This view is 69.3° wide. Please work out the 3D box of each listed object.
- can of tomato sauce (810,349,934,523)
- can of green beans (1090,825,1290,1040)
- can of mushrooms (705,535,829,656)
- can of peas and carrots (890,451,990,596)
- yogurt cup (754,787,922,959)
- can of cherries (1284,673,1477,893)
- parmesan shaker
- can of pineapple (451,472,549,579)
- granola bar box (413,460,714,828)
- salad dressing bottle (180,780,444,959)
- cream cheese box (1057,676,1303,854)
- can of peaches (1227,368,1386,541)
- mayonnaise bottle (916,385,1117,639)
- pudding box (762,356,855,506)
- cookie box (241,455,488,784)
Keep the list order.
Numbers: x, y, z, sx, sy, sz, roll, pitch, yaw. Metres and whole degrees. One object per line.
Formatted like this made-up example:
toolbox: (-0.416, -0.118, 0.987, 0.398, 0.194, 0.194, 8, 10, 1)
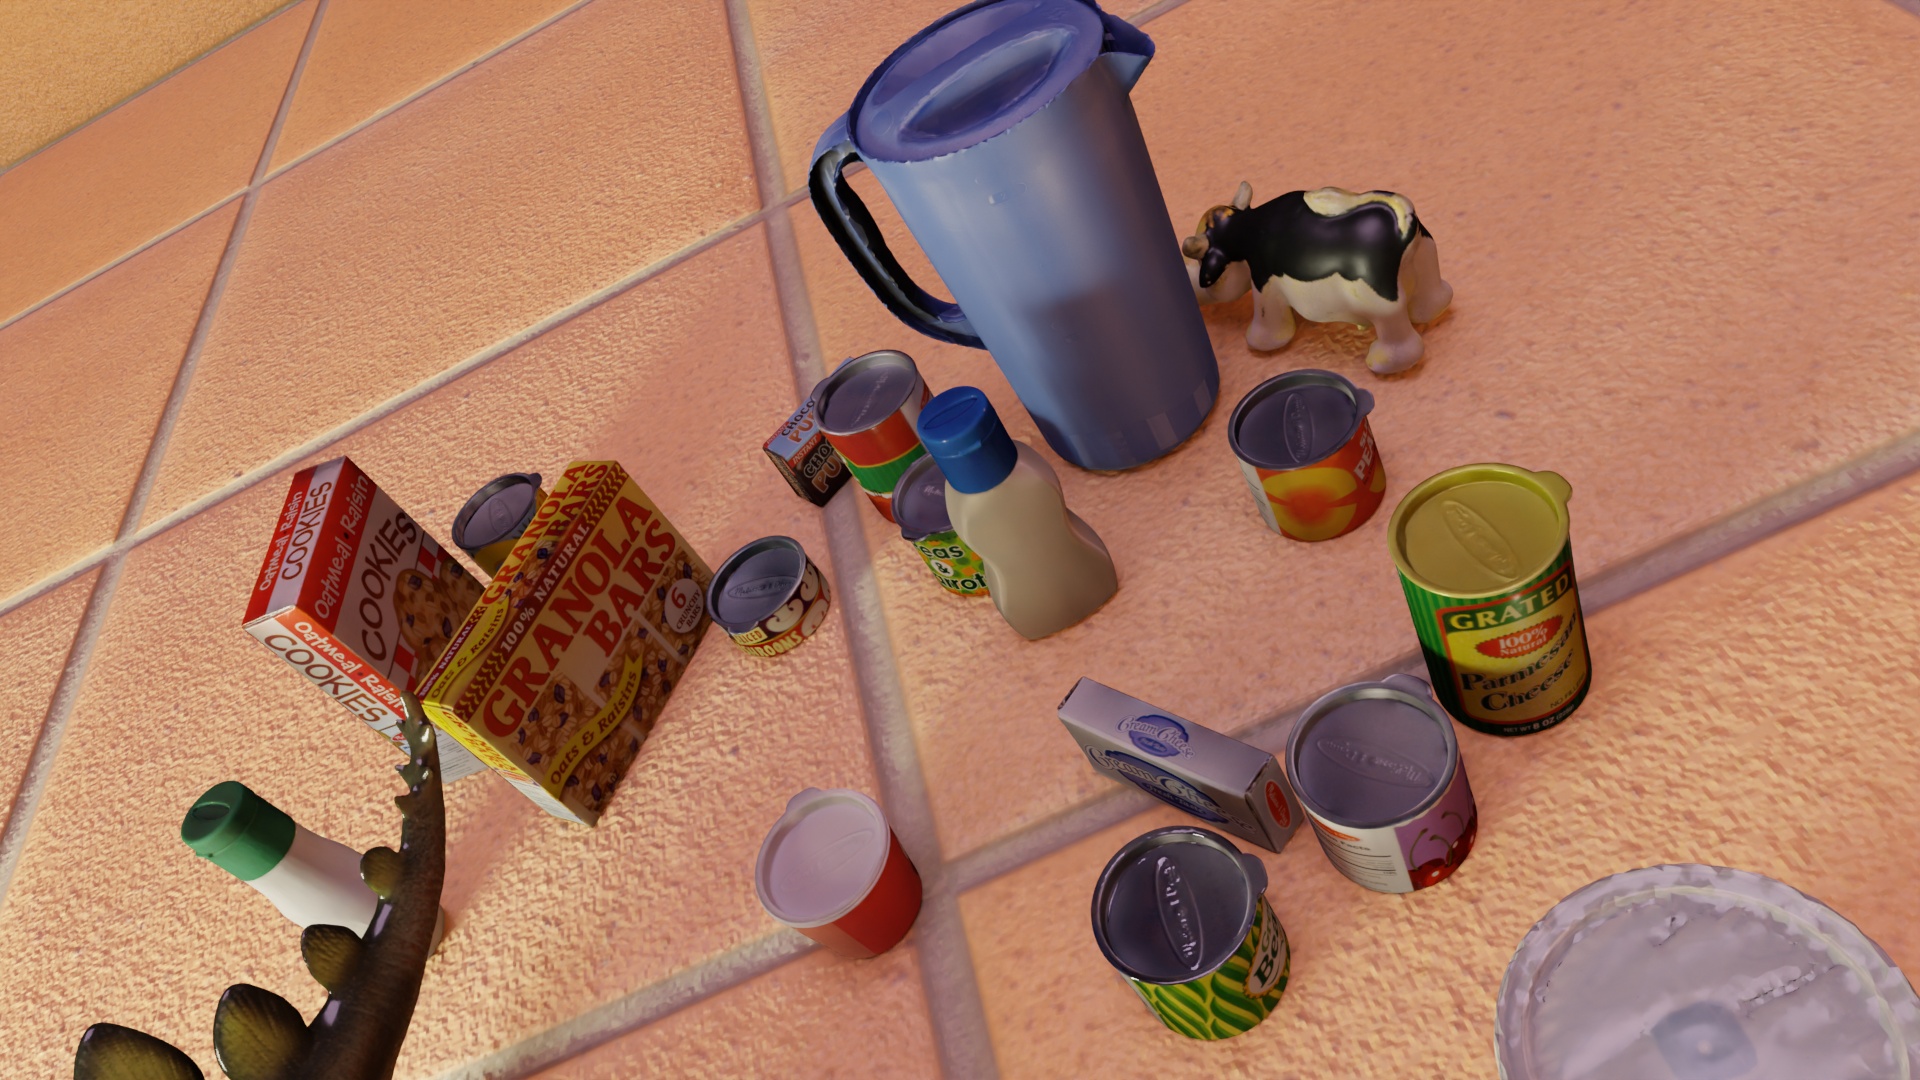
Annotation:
can of tomato sauce: (-0.040, -0.059, 0.813, 0.071, 0.082, 0.071, -17, 45, 17)
can of green beans: (0.093, 0.157, 0.553, 0.071, 0.057, 0.071, -17, 45, 17)
can of mushrooms: (-0.112, 0.034, 0.806, 0.071, 0.033, 0.071, -16, 45, 17)
can of peas and carrots: (0.003, -0.010, 0.760, 0.071, 0.058, 0.071, -17, 45, 17)
yogurt cup: (-0.053, 0.157, 0.642, 0.072, 0.053, 0.073, -17, 45, 17)
can of cherries: (0.172, 0.098, 0.560, 0.071, 0.058, 0.072, -17, 45, 17)
parmesan shaker: (0.220, 0.025, 0.565, 0.071, 0.102, 0.072, -17, 45, 17)
can of pineapple: (-0.294, -0.003, 0.932, 0.071, 0.057, 0.071, -17, 45, 17)
granola bar box: (-0.212, 0.056, 0.778, 0.039, 0.123, 0.166, 3, 53, 33)
salad dressing bottle: (-0.333, 0.177, 0.721, 0.064, 0.147, 0.044, -3, 50, 29)
cream cheese box: (0.095, 0.098, 0.609, 0.104, 0.053, 0.024, 19, 63, 41)
can of peaches: (0.175, -0.042, 0.689, 0.071, 0.058, 0.071, -17, 45, 17)
mayonnaise bottle: (0.026, -0.013, 0.684, 0.065, 0.147, 0.041, -30, 42, 3)
pudding box: (-0.079, -0.069, 0.870, 0.030, 0.049, 0.084, 26, 67, 43)
cookie box: (-0.339, 0.049, 0.828, 0.040, 0.166, 0.123, -22, 43, 13)
